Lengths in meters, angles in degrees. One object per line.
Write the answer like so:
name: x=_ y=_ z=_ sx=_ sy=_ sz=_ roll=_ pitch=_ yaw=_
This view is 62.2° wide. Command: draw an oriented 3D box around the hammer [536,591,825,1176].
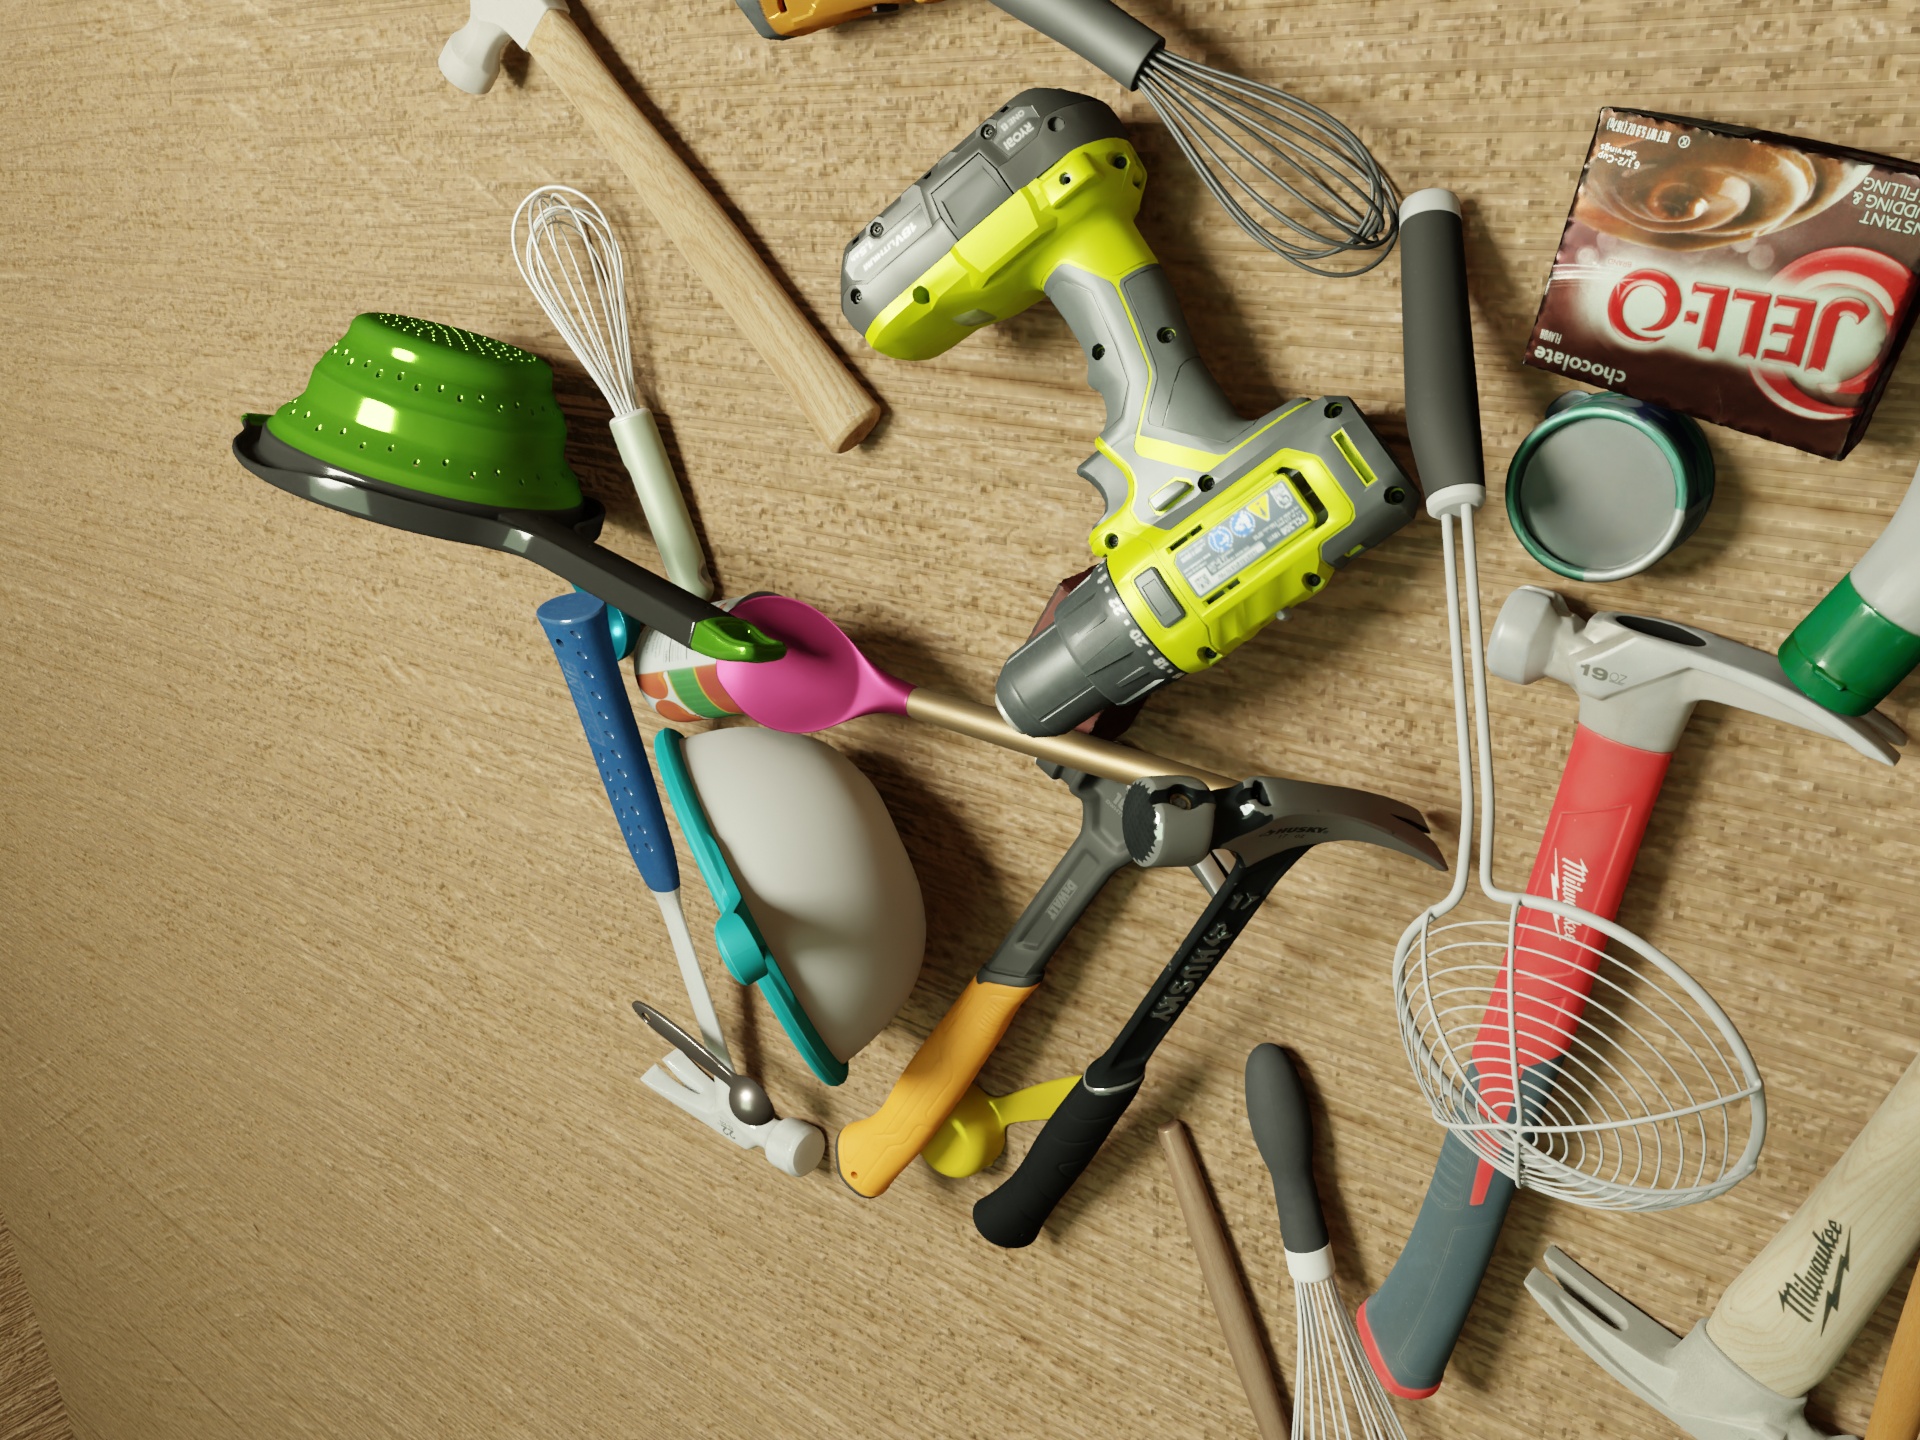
hammer: x=-0.184 y=0.107 z=0.974 sx=0.144 sy=0.035 sz=0.405 roll=15 pitch=129 yaw=37

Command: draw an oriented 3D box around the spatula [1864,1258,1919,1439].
spatula: x=0.343 y=0.155 z=0.538 sx=0.081 sy=0.041 sz=0.322 roll=19 pitch=119 yaw=36

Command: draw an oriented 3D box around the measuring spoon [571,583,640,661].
measuring spoon: x=-0.233 y=-0.093 z=0.999 sx=0.129 sy=0.021 sz=0.042 roll=58 pitch=135 yaw=17

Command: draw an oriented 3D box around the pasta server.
pasta server: x=0.154 y=0.362 z=0.842 sx=0.060 sy=0.040 sz=0.316 roll=-6 pitch=104 yaw=69

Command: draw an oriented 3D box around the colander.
colander: x=-0.233 y=-0.140 z=0.861 sx=0.397 sy=0.204 sz=0.094 roll=27 pitch=108 yaw=31

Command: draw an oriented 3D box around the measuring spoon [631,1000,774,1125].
measuring spoon: x=-0.167 y=0.216 z=0.999 sx=0.124 sy=0.018 sz=0.034 roll=32 pitch=138 yaw=24

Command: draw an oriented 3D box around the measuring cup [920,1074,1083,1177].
measuring cup: x=0.026 y=0.224 z=0.897 sx=0.156 sy=0.029 sz=0.062 roll=-28 pitch=89 yaw=46

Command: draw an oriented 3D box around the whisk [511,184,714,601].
whisk: x=-0.191 y=-0.180 z=0.903 sx=0.059 sy=0.058 sz=0.246 roll=-16 pitch=103 yaw=13

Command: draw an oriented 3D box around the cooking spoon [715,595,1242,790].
cooking spoon: x=-0.001 y=-0.002 z=0.757 sx=0.319 sy=0.017 sz=0.068 roll=17 pitch=102 yaw=34

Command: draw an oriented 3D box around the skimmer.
skimmer: x=0.200 y=-0.015 z=0.565 sx=0.127 sy=0.090 sz=0.363 roll=-24 pitch=62 yaw=56

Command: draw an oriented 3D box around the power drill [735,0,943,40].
power drill: x=-0.035 y=-0.412 z=0.646 sx=0.185 sy=0.084 sz=0.226 roll=3 pitch=114 yaw=37

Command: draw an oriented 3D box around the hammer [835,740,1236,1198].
hammer: x=0.022 y=0.156 z=0.846 sx=0.127 sy=0.034 sz=0.336 roll=45 pitch=125 yaw=18

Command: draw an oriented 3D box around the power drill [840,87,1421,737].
power drill: x=0.051 y=-0.122 z=0.664 sx=0.190 sy=0.080 sz=0.228 roll=-35 pitch=82 yaw=20

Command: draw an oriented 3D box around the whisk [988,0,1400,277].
whisk: x=0.069 y=-0.251 z=0.614 sx=0.239 sy=0.055 sz=0.055 roll=38 pitch=130 yaw=6

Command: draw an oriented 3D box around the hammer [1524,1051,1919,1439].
hammer: x=0.352 y=0.125 z=0.572 sx=0.146 sy=0.038 sz=0.410 roll=34 pitch=127 yaw=27

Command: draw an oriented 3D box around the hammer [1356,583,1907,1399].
hammer: x=0.247 y=0.144 z=0.660 sx=0.143 sy=0.038 sz=0.386 roll=24 pitch=120 yaw=30

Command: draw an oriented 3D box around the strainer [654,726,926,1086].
strainer: x=-0.070 y=0.079 z=0.789 sx=0.211 sy=0.095 sz=0.340 roll=63 pitch=174 yaw=-1

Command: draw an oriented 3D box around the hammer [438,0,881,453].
hammer: x=-0.149 y=-0.277 z=0.827 sx=0.331 sy=0.031 sz=0.130 roll=53 pitch=127 yaw=8

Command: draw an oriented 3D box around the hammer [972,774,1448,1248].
hammer: x=0.086 y=0.160 z=0.774 sx=0.408 sy=0.149 sz=0.036 roll=113 pitch=150 yaw=-45

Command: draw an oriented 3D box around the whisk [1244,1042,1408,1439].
whisk: x=0.178 y=0.294 z=0.781 sx=0.070 sy=0.070 sz=0.284 roll=-8 pitch=98 yaw=42
